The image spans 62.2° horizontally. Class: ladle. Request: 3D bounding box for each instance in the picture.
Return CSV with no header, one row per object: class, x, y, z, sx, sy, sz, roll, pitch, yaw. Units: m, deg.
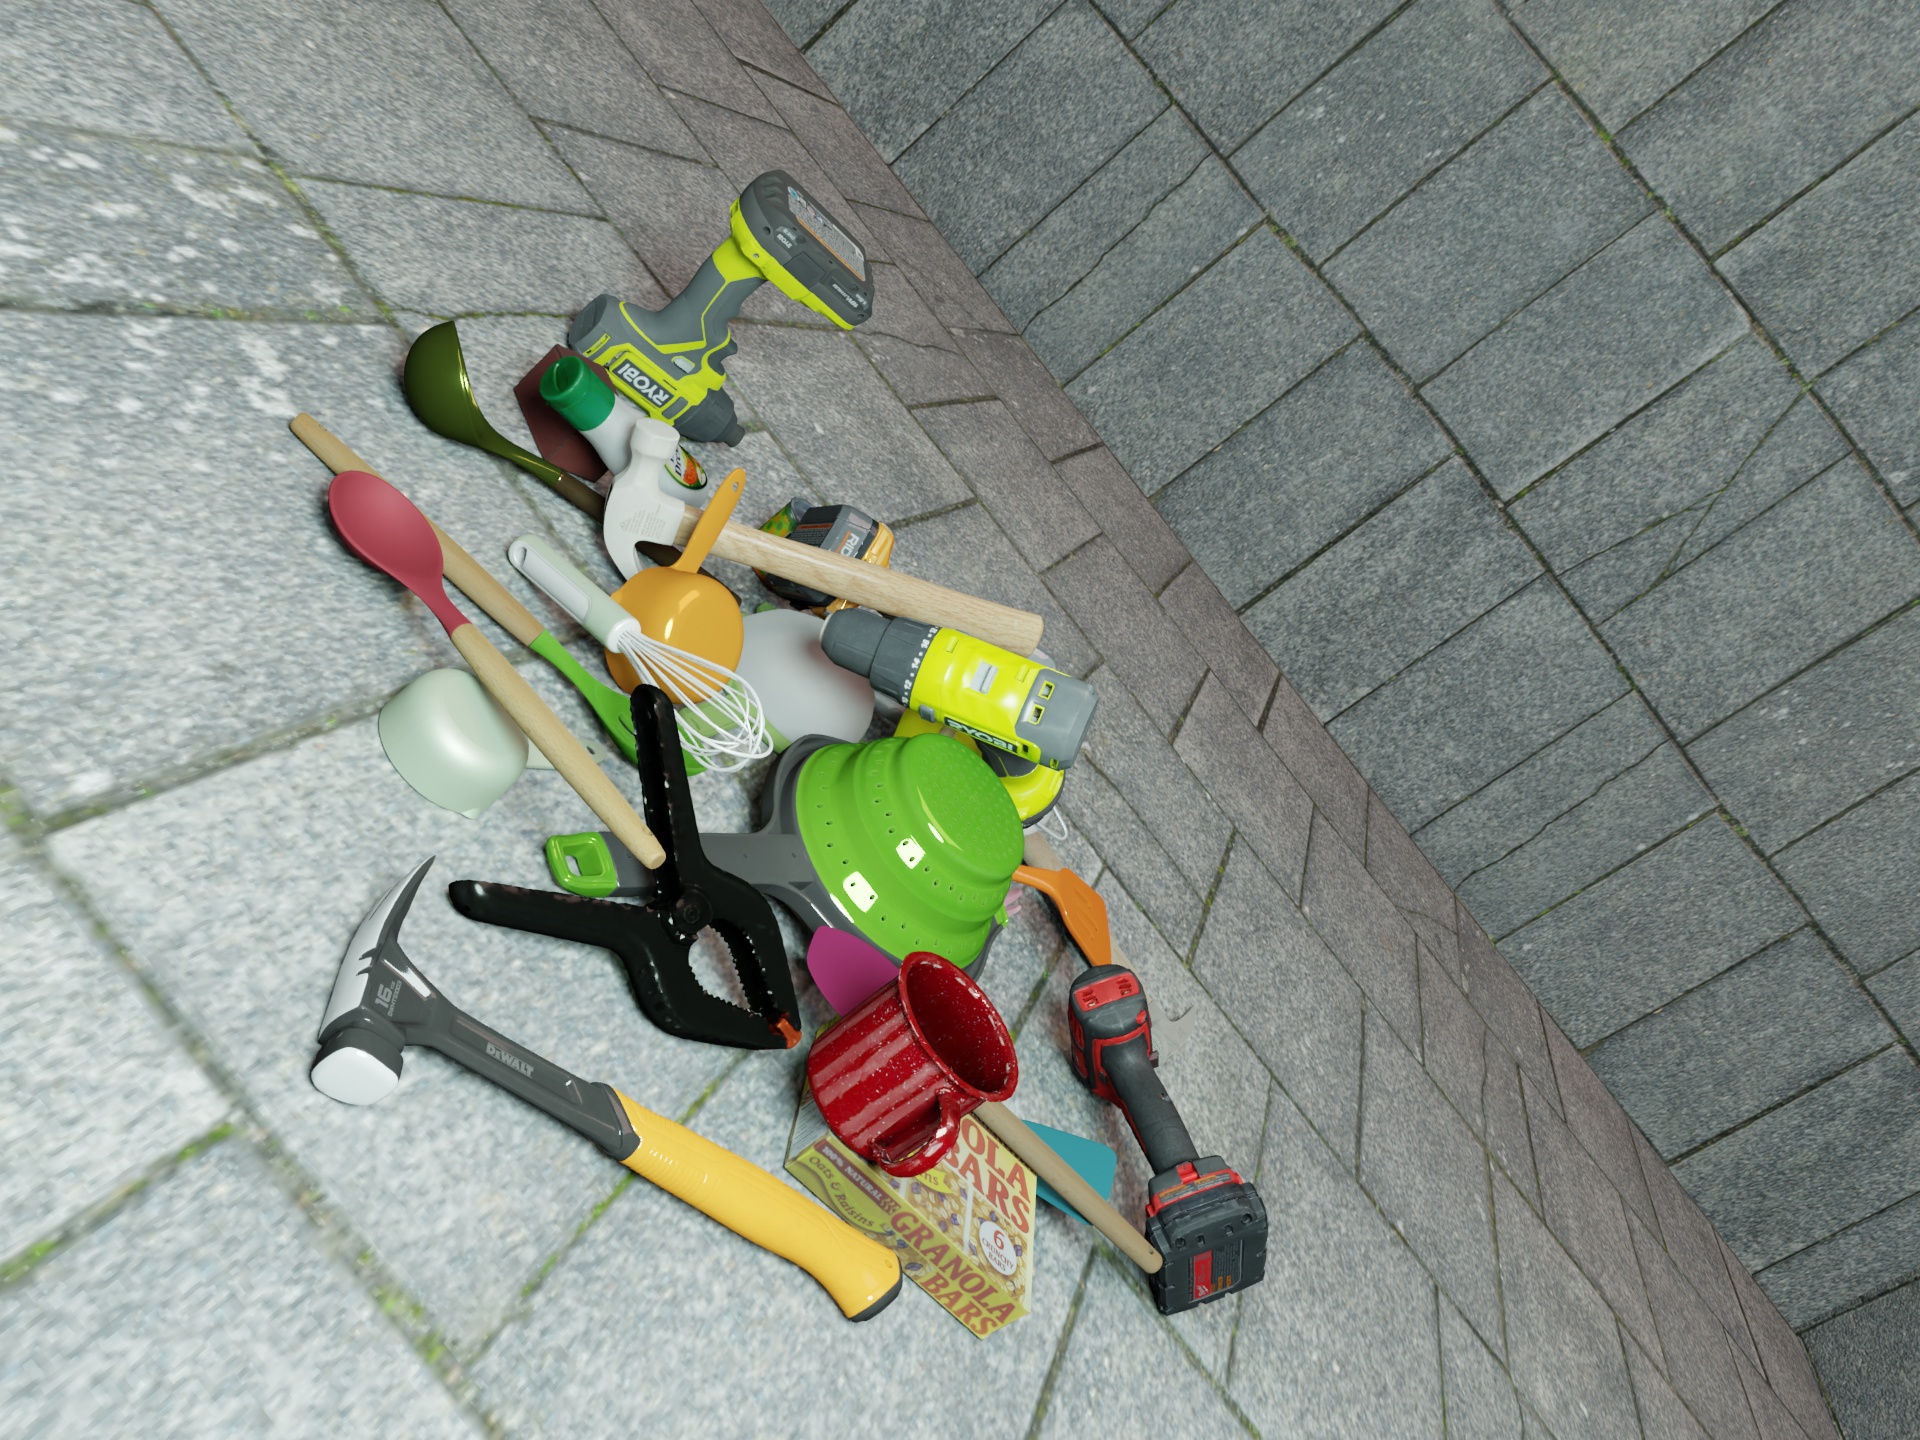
ladle,-0.247,-0.031,0.838,0.316,0.031,0.069,44,20,26
ladle,-0.257,-0.165,1.121,0.319,0.062,0.078,36,22,-44

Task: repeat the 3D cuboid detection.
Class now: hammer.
hammer,0.068,0.114,1.393,0.411,0.038,0.146,56,18,10
hammer,-0.094,-0.104,1.147,0.331,0.130,0.031,17,27,-19
hammer,-0.150,0.198,0.766,0.336,0.034,0.127,41,23,-28

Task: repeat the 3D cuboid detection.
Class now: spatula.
spatula,-0.020,0.200,1.036,0.317,0.044,0.082,49,26,-5
spatula,-0.002,0.105,1.189,0.322,0.041,0.081,25,40,-24

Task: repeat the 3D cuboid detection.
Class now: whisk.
whisk,-0.200,-0.047,0.965,0.246,0.057,0.059,38,23,28

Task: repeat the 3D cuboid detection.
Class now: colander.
colander,-0.074,0.071,0.989,0.396,0.094,0.205,6,52,-53

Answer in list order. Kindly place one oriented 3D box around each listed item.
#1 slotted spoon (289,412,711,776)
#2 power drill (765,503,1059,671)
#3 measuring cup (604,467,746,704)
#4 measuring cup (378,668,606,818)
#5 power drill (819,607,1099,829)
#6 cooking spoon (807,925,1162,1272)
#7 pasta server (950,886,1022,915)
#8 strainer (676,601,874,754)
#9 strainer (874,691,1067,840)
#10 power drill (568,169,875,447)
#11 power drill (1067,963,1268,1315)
slotted spoon,-0.275,-0.068,0.957,0.313,0.031,0.070,44,13,-16
power drill,-0.043,-0.082,1.288,0.226,0.084,0.185,33,-7,-21
measuring cup,-0.165,-0.090,1.043,0.052,0.174,0.095,14,-19,33
measuring cup,-0.242,0.009,0.876,0.083,0.038,0.167,58,23,16
power drill,-0.002,-0.004,1.144,0.190,0.080,0.228,22,-15,9
cooking spoon,0.018,0.239,0.971,0.318,0.017,0.069,46,28,-16
pasta server,0.018,0.044,1.325,0.060,0.040,0.317,30,39,-24
strainer,-0.128,-0.028,1.148,0.151,0.069,0.256,53,18,3
strainer,-0.017,0.014,1.279,0.258,0.050,0.087,32,50,5
power drill,-0.185,-0.326,1.306,0.171,0.223,0.080,36,33,-38
power drill,0.137,0.296,1.133,0.143,0.078,0.220,81,-11,-47
